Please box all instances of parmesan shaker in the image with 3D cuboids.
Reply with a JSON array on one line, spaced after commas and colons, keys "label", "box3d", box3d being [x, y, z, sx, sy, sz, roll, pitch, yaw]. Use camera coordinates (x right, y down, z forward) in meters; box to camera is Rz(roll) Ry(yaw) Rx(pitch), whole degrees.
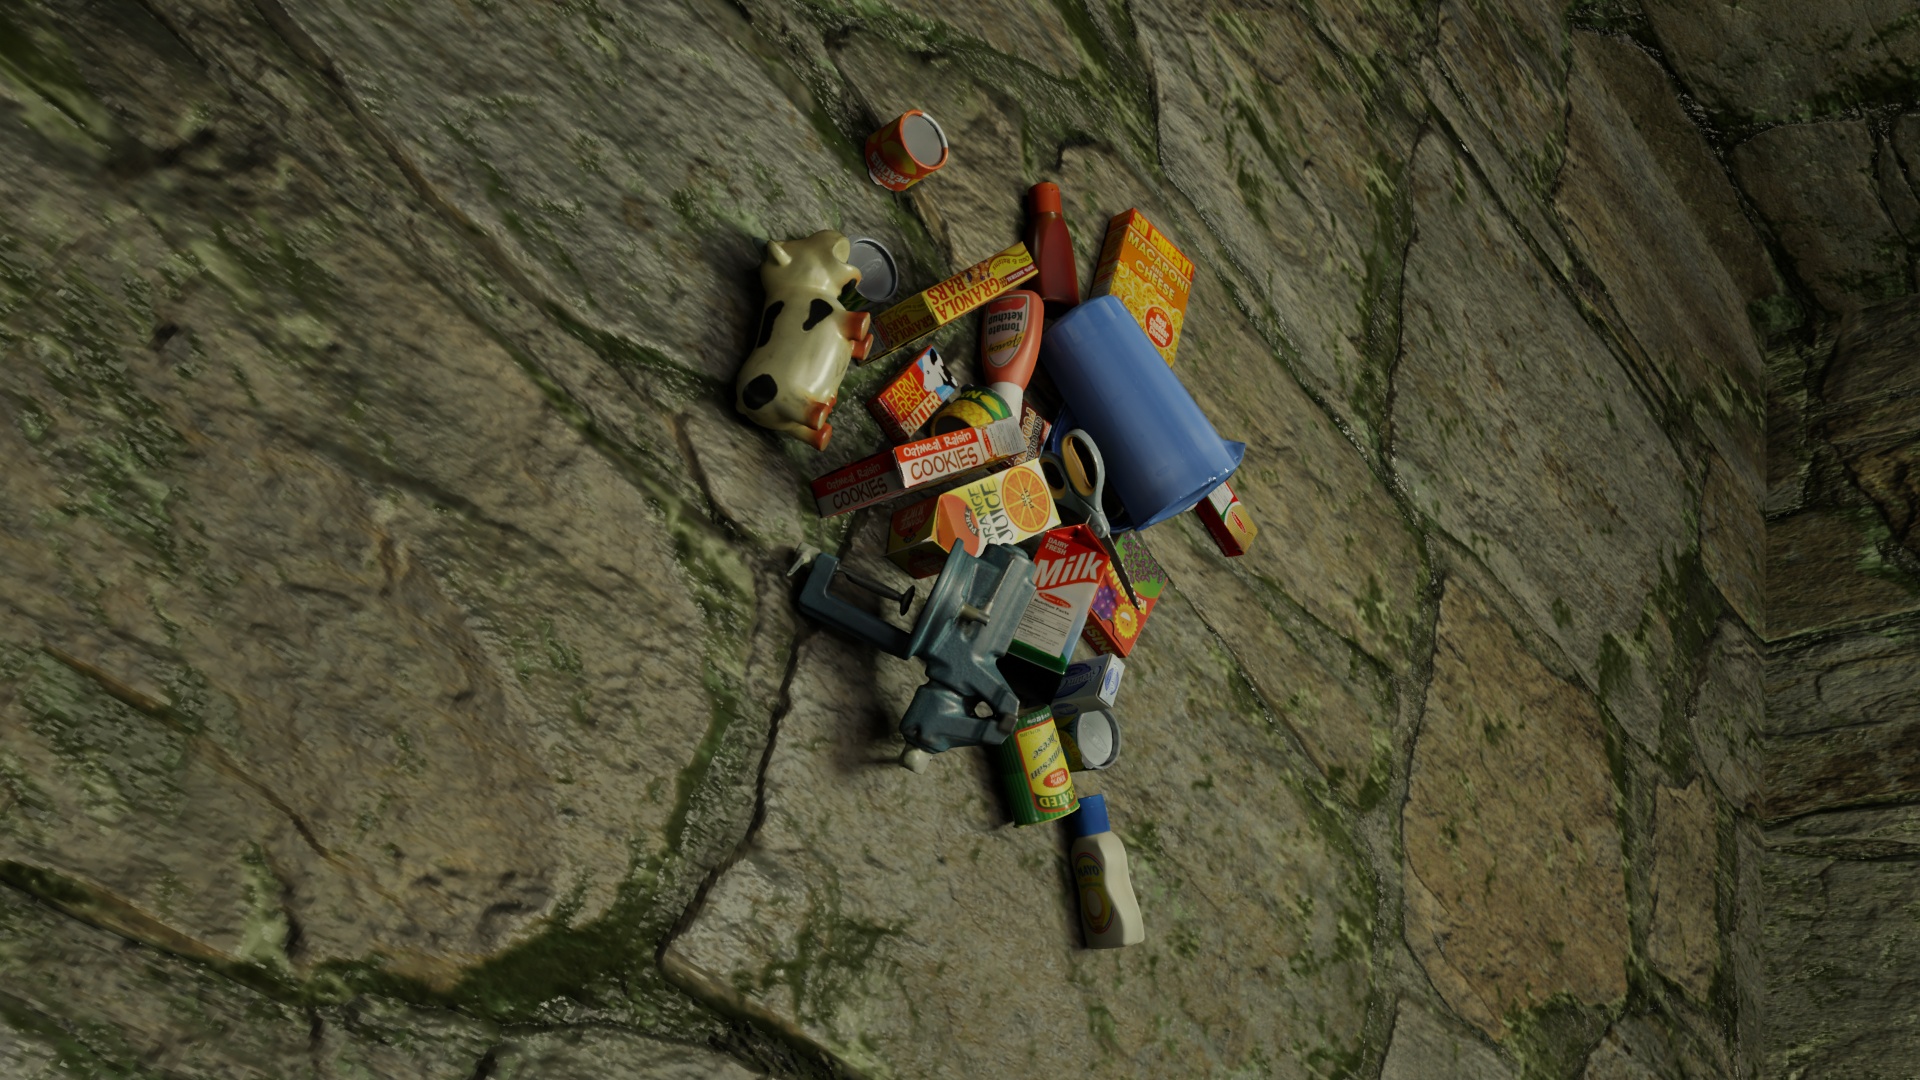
[{"label": "parmesan shaker", "box3d": [0.068, 0.219, 1.353, 0.071, 0.071, 0.103, -16, 89, -45]}]

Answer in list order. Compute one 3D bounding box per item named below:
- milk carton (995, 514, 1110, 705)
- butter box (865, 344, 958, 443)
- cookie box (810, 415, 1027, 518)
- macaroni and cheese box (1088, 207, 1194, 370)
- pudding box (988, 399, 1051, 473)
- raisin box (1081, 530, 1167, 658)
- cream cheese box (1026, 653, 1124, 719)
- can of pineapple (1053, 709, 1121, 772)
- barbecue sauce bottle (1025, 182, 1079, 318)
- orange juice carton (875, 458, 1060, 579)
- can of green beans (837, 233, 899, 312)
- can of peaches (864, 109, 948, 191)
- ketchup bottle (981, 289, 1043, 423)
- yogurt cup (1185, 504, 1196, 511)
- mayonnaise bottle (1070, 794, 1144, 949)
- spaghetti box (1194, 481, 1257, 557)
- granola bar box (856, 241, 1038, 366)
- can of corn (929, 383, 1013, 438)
[{"label": "milk carton", "box3d": [0.095, 0.062, 1.403, 0.073, 0.072, 0.191, 22, 56, 5]}, {"label": "butter box", "box3d": [-0.047, -0.146, 1.383, 0.053, 0.024, 0.104, 55, 48, -18]}, {"label": "cookie box", "box3d": [-0.038, -0.070, 1.299, 0.168, 0.122, 0.040, -19, 90, -45]}, {"label": "macaroni and cheese box", "box3d": [0.215, -0.296, 1.665, 0.123, 0.040, 0.167, 35, 56, -31]}, {"label": "pudding box", "box3d": [0.060, -0.101, 1.467, 0.049, 0.030, 0.084, 42, 53, -27]}, {"label": "raisin box", "box3d": [0.169, 0.057, 1.516, 0.086, 0.040, 0.124, 51, 50, -21]}, {"label": "cream cheese box", "box3d": [0.114, 0.148, 1.391, 0.024, 0.103, 0.053, 42, 52, -25]}, {"label": "can of pineapple", "box3d": [0.119, 0.203, 1.411, 0.071, 0.057, 0.071, 15, 68, -40]}, {"label": "barbecue sauce bottle", "box3d": [0.100, -0.328, 1.563, 0.065, 0.043, 0.149, 9, 71, -42]}, {"label": "orange juice carton", "box3d": [0.005, -0.017, 1.360, 0.193, 0.071, 0.073, -23, 93, -45]}, {"label": "can of green beans", "box3d": [-0.102, -0.252, 1.339, 0.071, 0.057, 0.071, 14, 68, -40]}, {"label": "can of peaches", "box3d": [-0.056, -0.399, 1.427, 0.071, 0.058, 0.071, 15, 67, -40]}, {"label": "ketchup bottle", "box3d": [0.051, -0.190, 1.459, 0.043, 0.064, 0.149, 43, 47, -54]}, {"label": "yogurt cup", "box3d": [0.235, -0.062, 1.603, 0.072, 0.054, 0.072, 14, 68, -40]}, {"label": "mayonnaise bottle", "box3d": [0.141, 0.331, 1.393, 0.041, 0.064, 0.148, -2, 75, -40]}, {"label": "spaghetti box", "box3d": [0.278, -0.091, 1.670, 0.249, 0.028, 0.050, 54, 48, -17]}, {"label": "granola bar box", "box3d": [-0.018, -0.232, 1.366, 0.166, 0.124, 0.039, -36, 102, -43]}, {"label": "can of corn", "box3d": [0.010, -0.115, 1.398, 0.058, 0.071, 0.071, -44, 109, -41]}]
